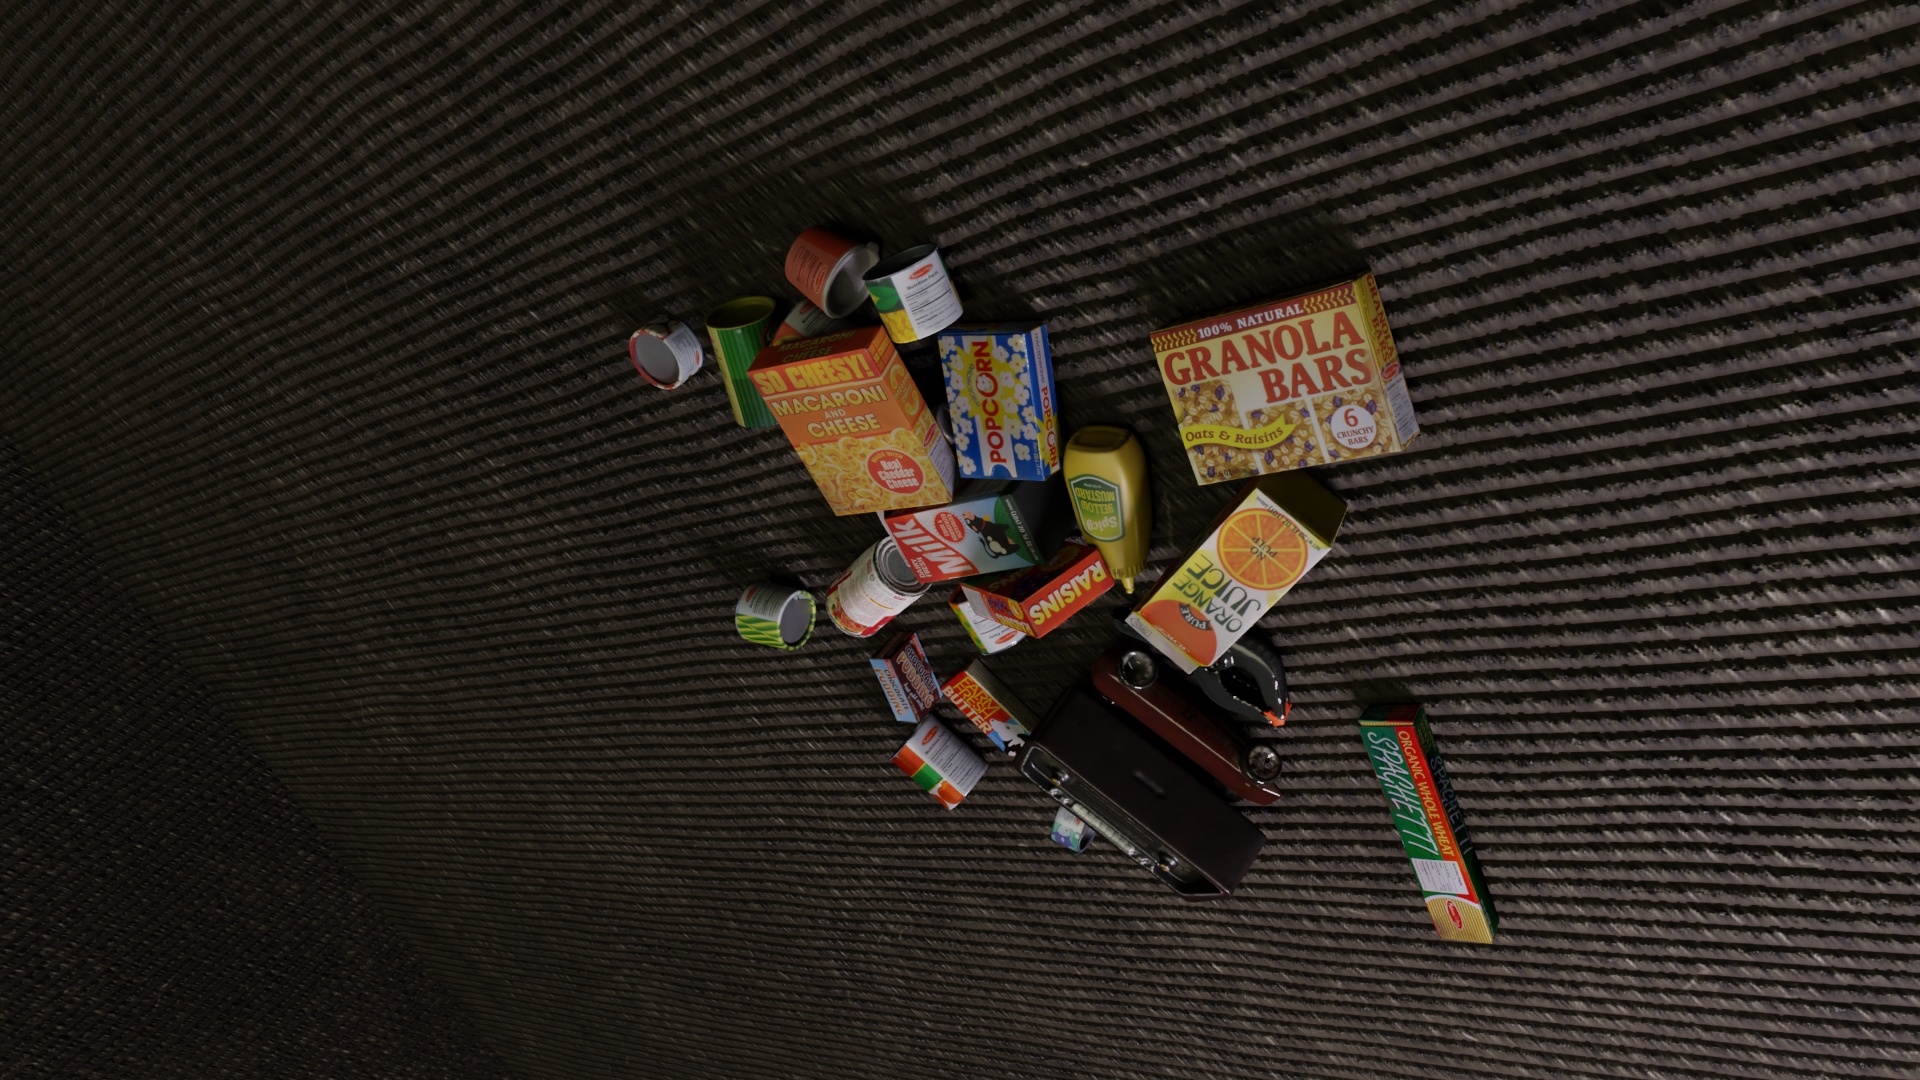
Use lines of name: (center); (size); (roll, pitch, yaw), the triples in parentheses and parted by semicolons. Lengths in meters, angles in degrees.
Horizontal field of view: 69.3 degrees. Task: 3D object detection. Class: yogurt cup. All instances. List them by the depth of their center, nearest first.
yogurt cup: (-0.109, -0.227, 1.159); (0.054, 0.073, 0.072); (35, 138, 20)

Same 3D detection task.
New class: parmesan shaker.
parmesan shaker: (-0.187, -0.164, 1.267); (0.071, 0.072, 0.102); (10, 129, 31)

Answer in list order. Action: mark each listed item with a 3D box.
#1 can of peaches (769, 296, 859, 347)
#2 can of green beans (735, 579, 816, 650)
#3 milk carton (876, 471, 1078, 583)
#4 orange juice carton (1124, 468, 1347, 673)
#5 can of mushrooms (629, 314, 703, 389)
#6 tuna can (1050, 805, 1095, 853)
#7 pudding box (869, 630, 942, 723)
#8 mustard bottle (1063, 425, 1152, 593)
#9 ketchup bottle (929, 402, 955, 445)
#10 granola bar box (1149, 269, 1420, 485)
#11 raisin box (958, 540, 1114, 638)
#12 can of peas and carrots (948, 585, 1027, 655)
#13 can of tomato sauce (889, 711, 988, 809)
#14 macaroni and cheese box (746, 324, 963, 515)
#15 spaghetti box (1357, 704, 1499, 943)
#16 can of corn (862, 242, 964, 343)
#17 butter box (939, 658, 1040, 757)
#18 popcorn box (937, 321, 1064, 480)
can of peaches: (-0.124, -0.170, 1.213); (0.058, 0.071, 0.071); (36, 137, 6)
can of green beans: (-0.194, 0.079, 1.466); (0.058, 0.071, 0.071); (10, 129, 29)
milk carton: (0.004, -0.016, 1.237); (0.190, 0.074, 0.072); (-9, 116, 41)
orange juice carton: (0.210, 0.028, 1.094); (0.072, 0.073, 0.191); (40, 126, 3)
can of mushrooms: (-0.288, -0.182, 1.348); (0.071, 0.034, 0.070); (20, 134, 22)
tuna can: (0.120, 0.278, 1.397); (0.033, 0.071, 0.070); (24, 134, 20)
pudding box: (-0.055, 0.140, 1.425); (0.030, 0.050, 0.083); (0, 122, 39)
mustard bottle: (0.130, -0.018, 1.160); (0.065, 0.049, 0.159); (7, 127, 35)
ketchup bottle: (-0.054, -0.083, 1.249); (0.148, 0.044, 0.064); (-24, 110, 45)
granola bar box: (0.230, -0.113, 1.001); (0.165, 0.039, 0.124); (-10, 106, 41)
raisin box: (0.064, 0.037, 1.192); (0.040, 0.086, 0.123); (62, 161, -18)
can of peas and carrots: (0.031, 0.063, 1.289); (0.071, 0.071, 0.058); (-17, 112, 43)
can of tomato sauce: (-0.022, 0.233, 1.465); (0.083, 0.071, 0.070); (41, 138, 1)
macaroni and cheese box: (-0.087, -0.099, 1.180); (0.123, 0.040, 0.165); (-6, 131, 30)
spaghetti box: (0.402, 0.243, 1.186); (0.050, 0.029, 0.249); (-6, 119, 40)
can of corn: (-0.039, -0.201, 1.126); (0.071, 0.071, 0.058); (-5, 120, 39)
butter box: (0.033, 0.169, 1.402); (0.103, 0.024, 0.053); (44, 137, -2)
popcorn box: (0.034, -0.116, 1.144); (0.085, 0.038, 0.126); (4, 113, 33)
